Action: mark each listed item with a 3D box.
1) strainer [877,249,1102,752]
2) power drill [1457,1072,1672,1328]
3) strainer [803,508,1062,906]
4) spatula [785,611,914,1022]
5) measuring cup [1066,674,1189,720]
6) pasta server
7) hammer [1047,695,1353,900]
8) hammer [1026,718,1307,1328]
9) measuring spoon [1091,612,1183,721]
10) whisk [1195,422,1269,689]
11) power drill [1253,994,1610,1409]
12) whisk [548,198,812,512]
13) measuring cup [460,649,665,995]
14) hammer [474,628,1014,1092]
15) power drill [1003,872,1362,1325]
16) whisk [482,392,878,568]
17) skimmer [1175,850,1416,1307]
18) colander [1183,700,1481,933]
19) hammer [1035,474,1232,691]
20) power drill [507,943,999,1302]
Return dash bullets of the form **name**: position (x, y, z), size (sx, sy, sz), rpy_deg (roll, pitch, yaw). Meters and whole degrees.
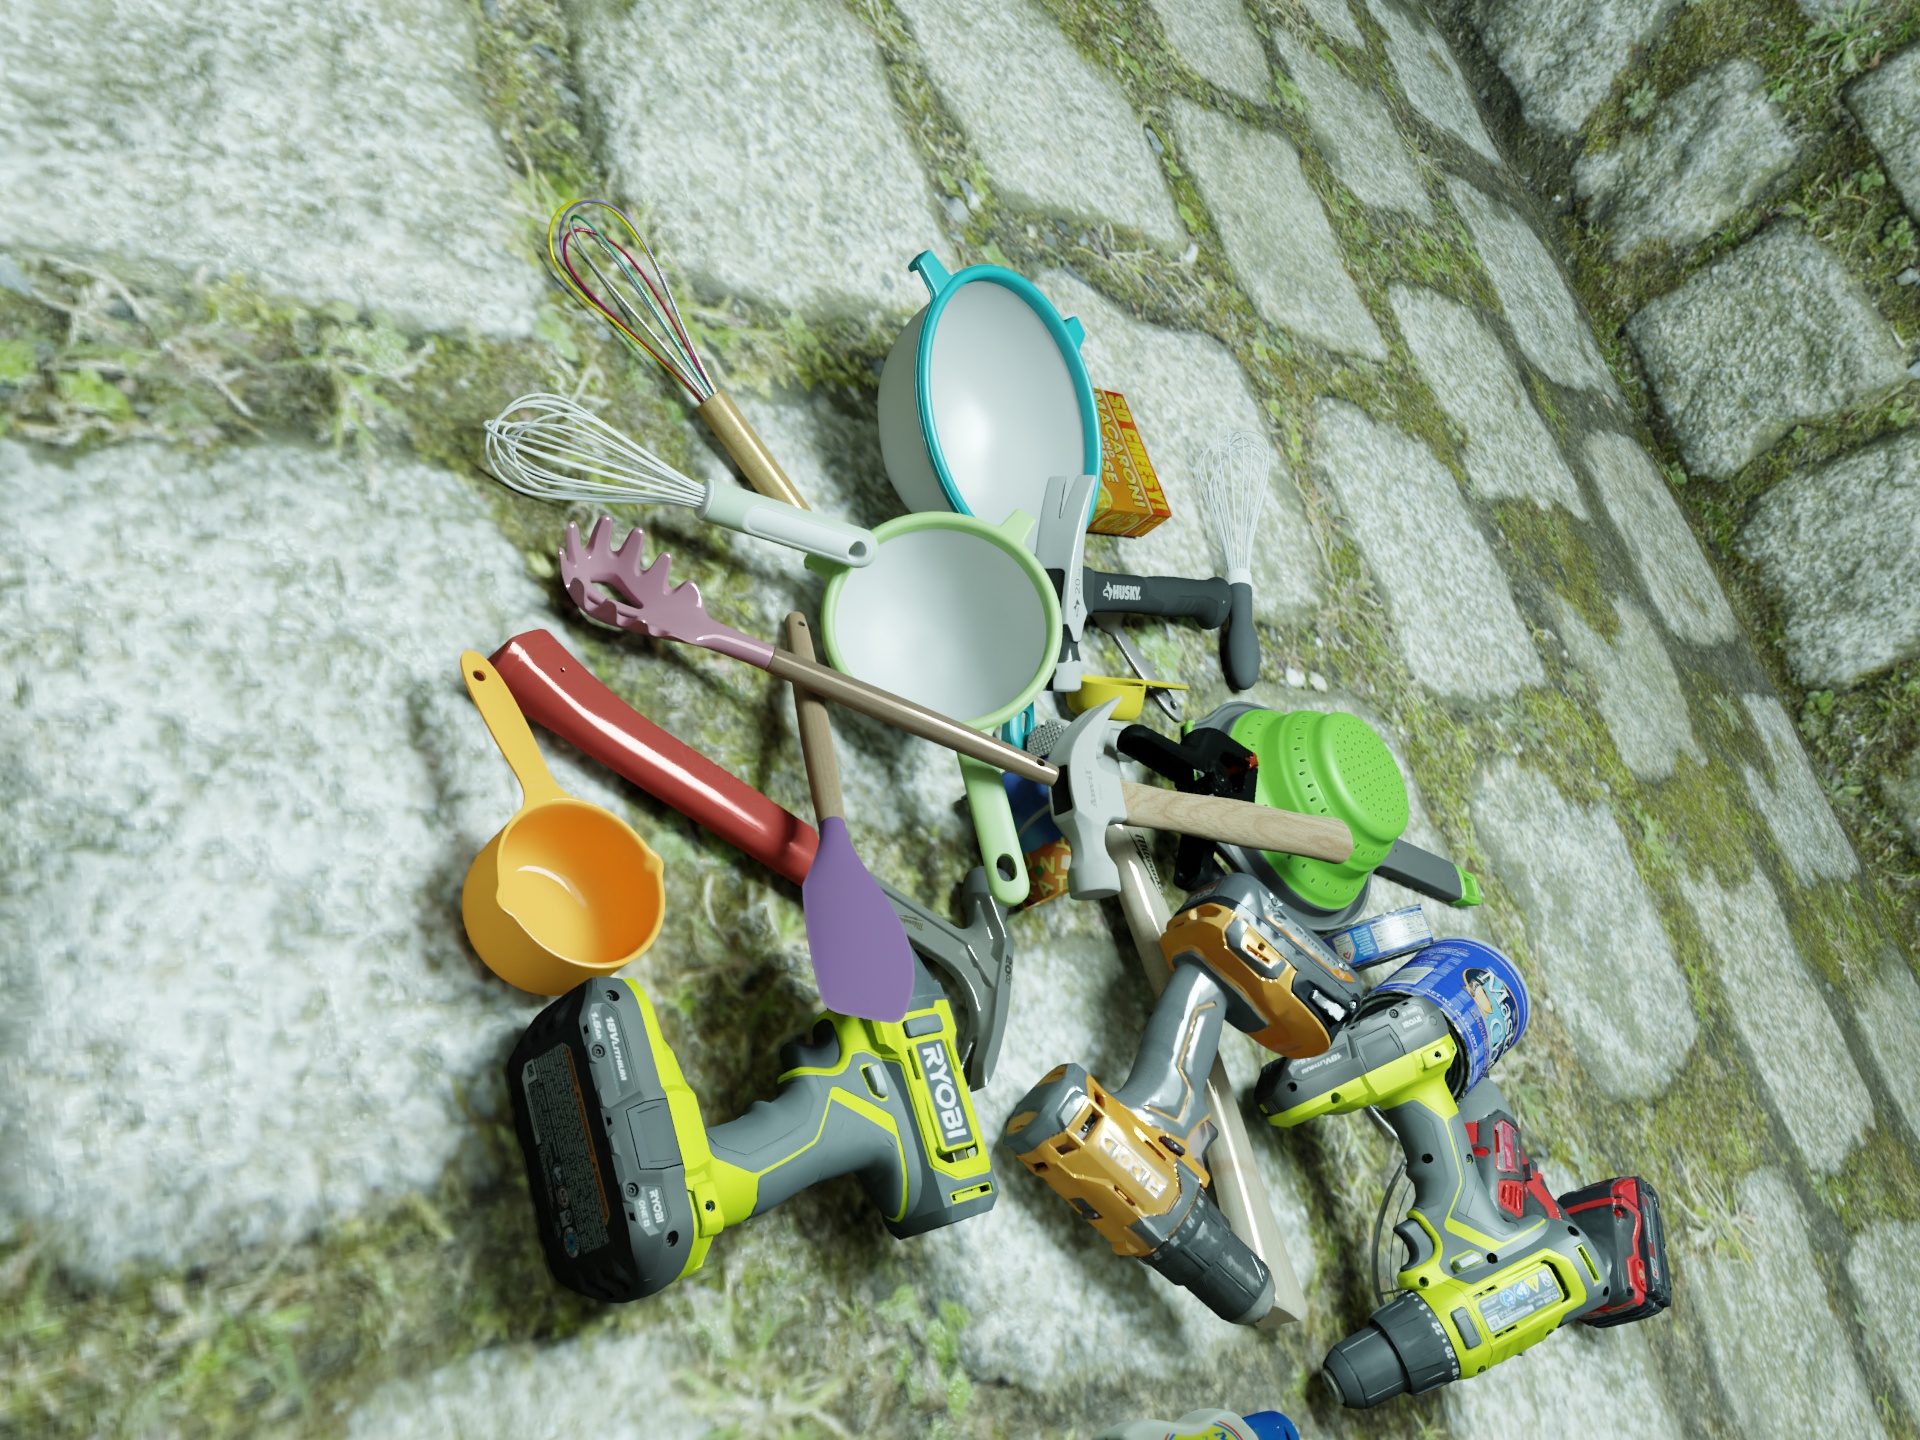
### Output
- **strainer**: position (0.008, -0.143, 1.123), size (0.211, 0.095, 0.340), rpy_deg (5, 82, -52)
- **power drill**: position (0.462, 0.377, 1.263), size (0.219, 0.078, 0.143), rpy_deg (36, 42, -22)
- **strainer**: position (-0.002, -0.003, 0.999), size (0.151, 0.069, 0.256), rpy_deg (-11, 74, -10)
- **spatula**: position (-0.072, 0.040, 0.875), size (0.059, 0.018, 0.316), rpy_deg (16, 35, -27)
- **measuring cup**: position (0.132, -0.016, 1.194), size (0.156, 0.062, 0.029), rpy_deg (0, 99, -56)
- **pasta server**: position (-0.081, -0.029, 0.909), size (0.316, 0.040, 0.060), rpy_deg (23, 46, -14)
- **hammer**: position (0.171, 0.064, 1.075), size (0.331, 0.031, 0.130), rpy_deg (12, 63, -47)
- **hammer**: position (0.153, 0.193, 1.073), size (0.146, 0.038, 0.411), rpy_deg (6, 62, -55)
- **measuring spoon**: position (0.143, -0.052, 1.250), size (0.124, 0.018, 0.034), rpy_deg (54, 37, -6)
- **whisk**: position (0.244, -0.149, 1.405), size (0.070, 0.070, 0.285), rpy_deg (28, 51, -33)
- **power drill**: position (0.287, 0.315, 1.042), size (0.190, 0.080, 0.229), rpy_deg (-22, 74, -10)
- **whisk**: position (-0.175, -0.219, 1.004), size (0.047, 0.051, 0.245), rpy_deg (-44, 104, -31)
- **measuring cup**: position (-0.211, 0.051, 0.763), size (0.095, 0.052, 0.174), rpy_deg (-12, 68, -51)
- **hammer**: position (-0.108, 0.069, 0.874), size (0.358, 0.036, 0.149), rpy_deg (36, 42, -27)
- **power drill**: position (0.155, 0.229, 0.963), size (0.185, 0.084, 0.226), rpy_deg (43, 61, -3)
- **whisk**: position (-0.155, -0.131, 0.921), size (0.246, 0.057, 0.059), rpy_deg (15, 17, -29)
- **skimmer**: position (0.252, 0.254, 1.150), size (0.127, 0.090, 0.363), rpy_deg (-22, 71, -44)
- **colander**: position (0.351, 0.084, 1.324), size (0.396, 0.094, 0.205), rpy_deg (22, 50, -37)
- **hammer**: position (0.139, -0.101, 1.205), size (0.334, 0.035, 0.146), rpy_deg (-6, 98, -61)
- **power drill**: position (-0.093, 0.176, 0.765), size (0.223, 0.080, 0.171), rpy_deg (-1, 65, -44)
